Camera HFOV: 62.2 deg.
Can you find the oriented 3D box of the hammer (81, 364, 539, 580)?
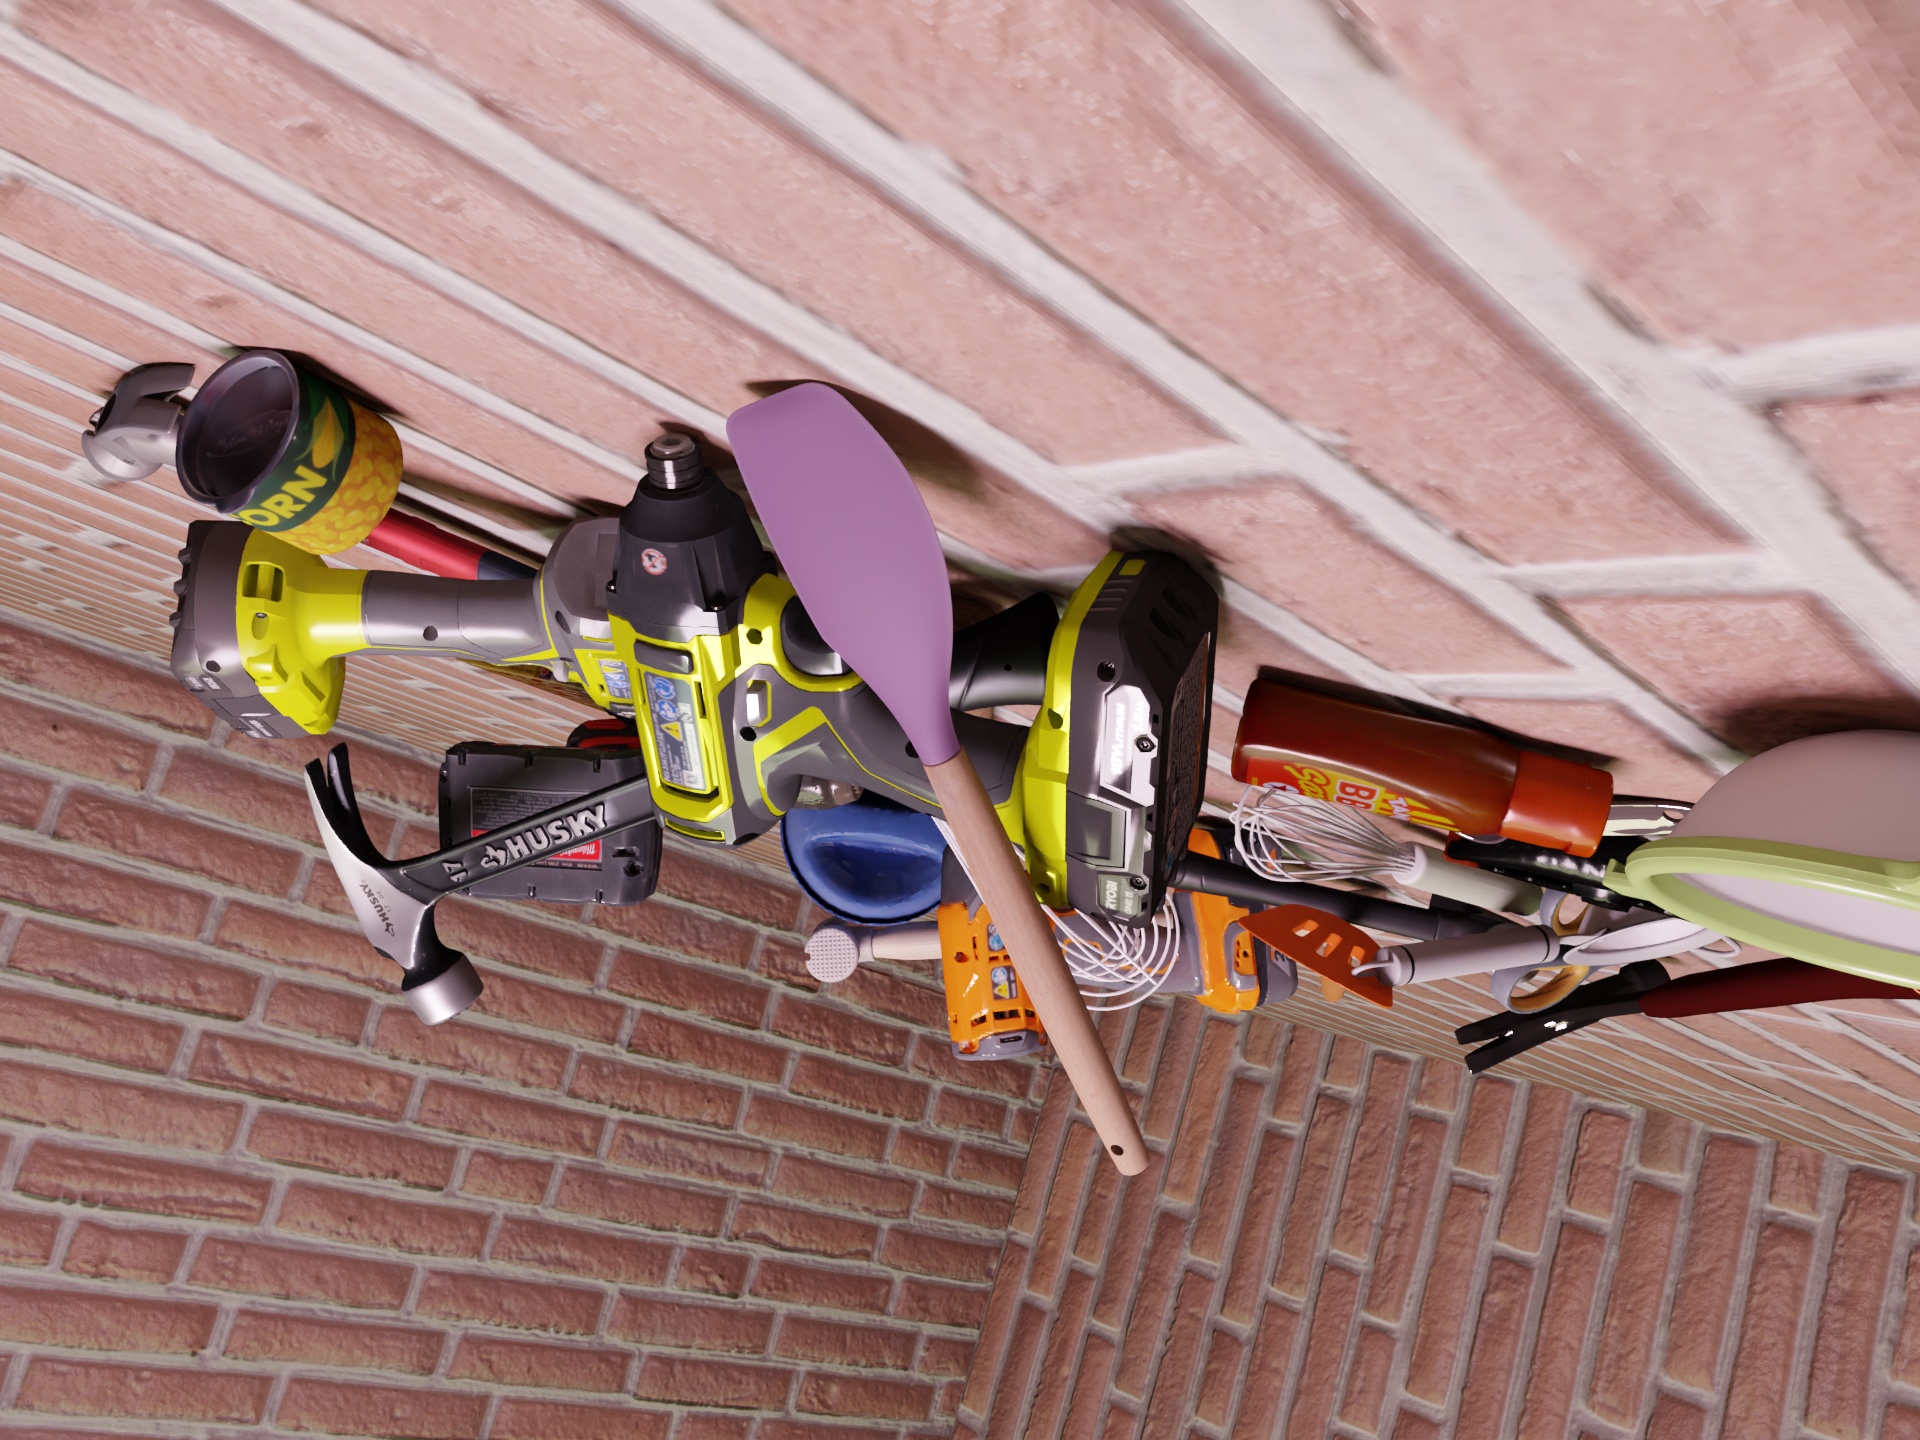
[{"bbox_3d":[-0.245,-0.079,0.839,0.386,0.038,0.143,24,166,-36],"label":"hammer"}]

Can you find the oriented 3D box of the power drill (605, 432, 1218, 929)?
[{"bbox_3d":[-0.024,-0.014,0.592,0.223,0.080,0.171,12,128,18],"label":"power drill"}]

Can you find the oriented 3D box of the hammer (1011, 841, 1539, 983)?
[{"bbox_3d":[0.167,0.097,0.965,0.335,0.035,0.146,13,-178,4],"label":"hammer"}]

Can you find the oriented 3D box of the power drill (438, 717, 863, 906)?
[{"bbox_3d":[-0.168,0.041,0.905,0.188,0.080,0.226,2,-172,12],"label":"power drill"}]

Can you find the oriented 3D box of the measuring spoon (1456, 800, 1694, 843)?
[{"bbox_3d":[0.275,0.039,0.717,0.124,0.018,0.034,-4,134,47],"label":"measuring spoon"}]

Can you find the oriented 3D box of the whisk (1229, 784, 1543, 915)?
[{"bbox_3d":[0.241,0.076,0.874,0.246,0.059,0.058,17,175,-33],"label":"whisk"}]

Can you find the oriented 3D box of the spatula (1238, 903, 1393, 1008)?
[{"bbox_3d":[0.207,0.142,0.894,0.081,0.041,0.322,29,172,19],"label":"spatula"}]

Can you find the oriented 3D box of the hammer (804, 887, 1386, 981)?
[{"bbox_3d":[0.099,0.149,1.152,0.410,0.038,0.146,-4,179,1],"label":"hammer"}]

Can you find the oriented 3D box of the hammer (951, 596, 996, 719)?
[{"bbox_3d":[-0.001,-0.003,0.841,0.130,0.031,0.331,4,167,2],"label":"hammer"}]

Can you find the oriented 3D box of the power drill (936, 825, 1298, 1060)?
[{"bbox_3d":[0.095,0.124,1.034,0.226,0.164,0.084,-6,175,-16],"label":"power drill"}]

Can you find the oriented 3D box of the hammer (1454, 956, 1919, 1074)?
[{"bbox_3d":[0.417,0.156,0.900,0.149,0.037,0.359,-18,169,-10],"label":"hammer"}]

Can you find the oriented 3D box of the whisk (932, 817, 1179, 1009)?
[{"bbox_3d":[-0.011,0.022,0.727,0.284,0.070,0.070,44,169,0],"label":"whisk"}]

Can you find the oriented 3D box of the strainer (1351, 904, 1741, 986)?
[{"bbox_3d":[0.297,0.109,0.798,0.258,0.050,0.087,-3,156,-28],"label":"strainer"}]

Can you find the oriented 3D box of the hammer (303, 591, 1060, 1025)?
[{"bbox_3d":[-0.134,0.026,0.725,0.409,0.149,0.036,-21,-164,25],"label":"hammer"}]

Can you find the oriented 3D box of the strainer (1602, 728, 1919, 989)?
[{"bbox_3d":[0.290,0.027,0.466,0.151,0.069,0.256,16,169,17],"label":"strainer"}]

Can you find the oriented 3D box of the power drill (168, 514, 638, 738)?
[{"bbox_3d":[-0.240,-0.037,0.779,0.228,0.080,0.190,0,162,-5],"label":"power drill"}]

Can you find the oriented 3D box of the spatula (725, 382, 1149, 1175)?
[{"bbox_3d":[0.006,0.033,0.547,0.060,0.018,0.315,-12,113,30],"label":"spatula"}]
